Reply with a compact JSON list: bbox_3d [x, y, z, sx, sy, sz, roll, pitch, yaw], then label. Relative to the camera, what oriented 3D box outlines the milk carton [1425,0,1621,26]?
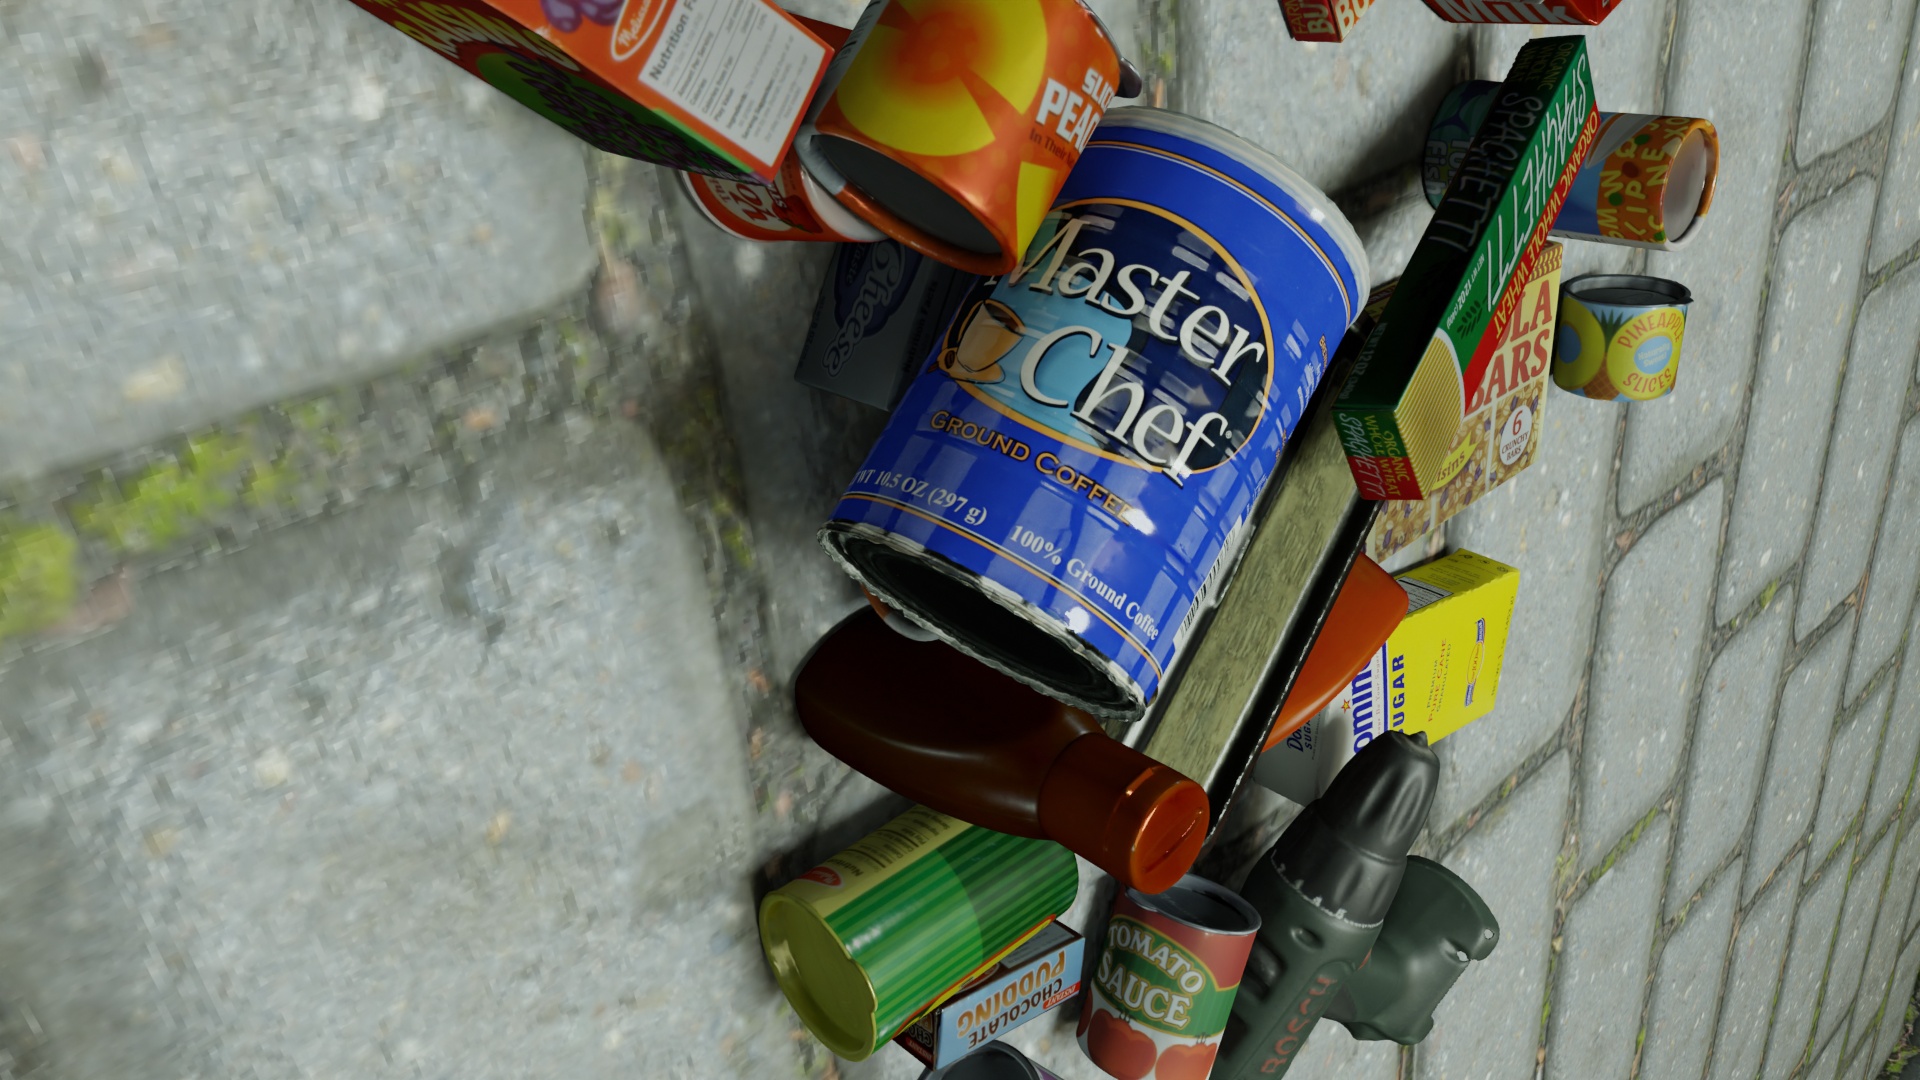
[{"bbox_3d":[0.275,-0.290,0.623,0.191,0.072,0.073,-44,132,-22],"label":"milk carton"}]

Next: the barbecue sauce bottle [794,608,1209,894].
[{"bbox_3d":[0.012,0.066,0.454,0.065,0.149,0.043,-35,127,-29],"label":"barbecue sauce bottle"}]

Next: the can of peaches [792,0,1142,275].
[{"bbox_3d":[0.001,-0.107,0.351,0.071,0.071,0.058,36,81,-46],"label":"can of peaches"}]

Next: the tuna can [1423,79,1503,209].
[{"bbox_3d":[0.254,-0.187,0.673,0.071,0.033,0.070,-19,118,-38],"label":"tuna can"}]

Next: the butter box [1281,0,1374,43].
[{"bbox_3d":[0.165,-0.256,0.565,0.104,0.024,0.053,-51,135,-17],"label":"butter box"}]

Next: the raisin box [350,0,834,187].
[{"bbox_3d":[-0.102,-0.129,0.311,0.123,0.086,0.040,24,91,-46],"label":"raisin box"}]

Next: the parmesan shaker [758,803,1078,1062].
[{"bbox_3d":[-0.012,0.135,0.514,0.103,0.071,0.071,-25,122,-35],"label":"parmesan shaker"}]

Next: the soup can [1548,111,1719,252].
[{"bbox_3d":[0.331,-0.188,0.711,0.071,0.084,0.071,-18,118,-38],"label":"soup can"}]

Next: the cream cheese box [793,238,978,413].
[{"bbox_3d":[-0.014,-0.092,0.435,0.024,0.053,0.103,14,96,-44],"label":"cream cheese box"}]

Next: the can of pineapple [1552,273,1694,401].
[{"bbox_3d":[0.379,-0.116,0.796,0.071,0.071,0.057,-24,122,-36],"label":"can of pineapple"}]

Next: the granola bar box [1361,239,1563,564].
[{"bbox_3d":[0.238,-0.073,0.698,0.166,0.039,0.123,-26,123,-35],"label":"granola bar box"}]

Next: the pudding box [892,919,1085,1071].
[{"bbox_3d":[0.004,0.175,0.562,0.084,0.050,0.030,-11,112,-42],"label":"pudding box"}]

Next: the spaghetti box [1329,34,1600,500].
[{"bbox_3d":[0.218,-0.123,0.583,0.251,0.028,0.050,-56,133,-28],"label":"spaghetti box"}]

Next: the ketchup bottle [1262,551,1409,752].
[{"bbox_3d":[0.137,0.064,0.641,0.149,0.065,0.043,-47,160,-9],"label":"ketchup bottle"}]

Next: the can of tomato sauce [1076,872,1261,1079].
[{"bbox_3d":[0.095,0.205,0.650,0.071,0.071,0.083,7,102,-45],"label":"can of tomato sauce"}]

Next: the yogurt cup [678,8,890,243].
[{"bbox_3d":[-0.040,-0.117,0.399,0.073,0.054,0.072,-19,119,-39],"label":"yogurt cup"}]

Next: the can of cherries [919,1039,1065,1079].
[{"bbox_3d":[0.018,0.258,0.595,0.071,0.071,0.058,-54,136,-13],"label":"can of cherries"}]

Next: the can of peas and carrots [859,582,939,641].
[{"bbox_3d":[0.002,-0.006,0.478,0.059,0.071,0.070,-15,116,-39],"label":"can of peas and carrots"}]
